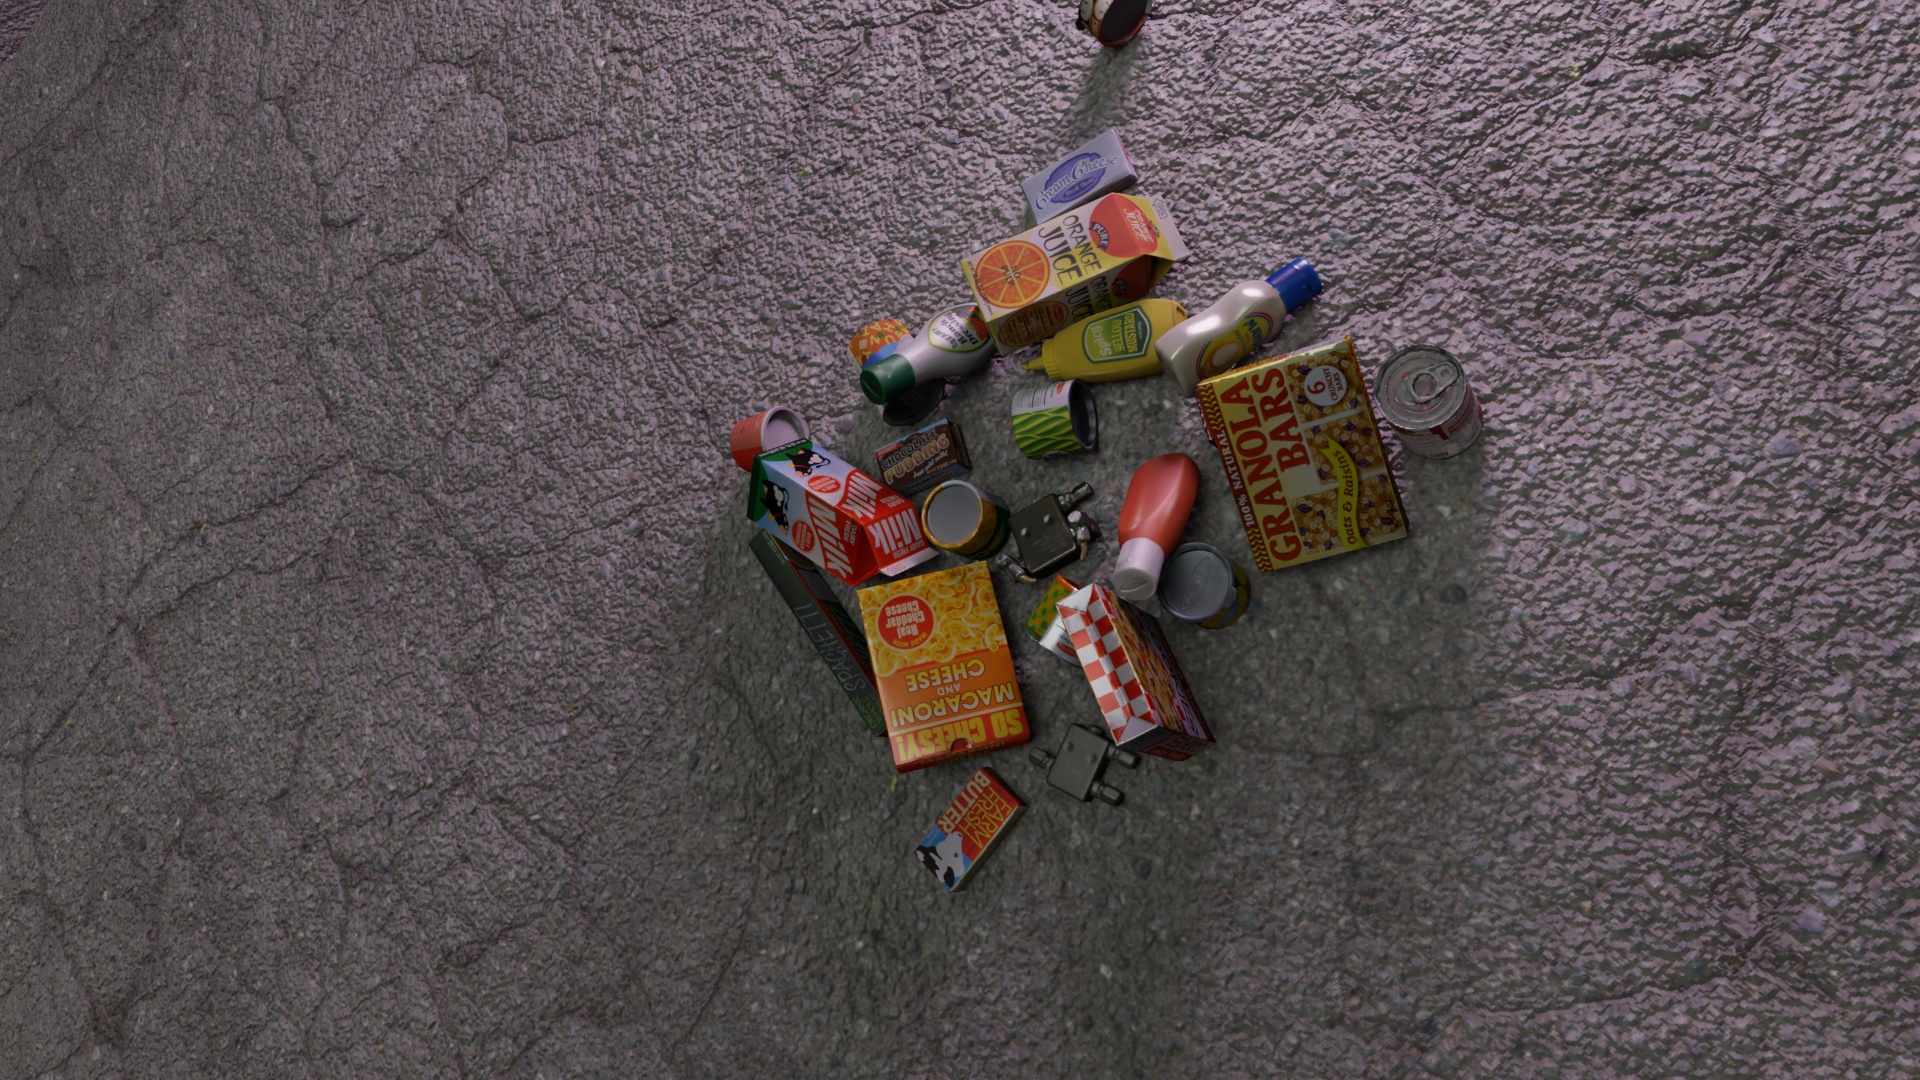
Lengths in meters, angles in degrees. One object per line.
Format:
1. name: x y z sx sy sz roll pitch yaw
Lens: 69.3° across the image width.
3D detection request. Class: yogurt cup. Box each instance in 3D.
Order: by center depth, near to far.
1. yogurt cup: -0.195 -0.099 1.403 0.054 0.072 0.072 -7 76 35

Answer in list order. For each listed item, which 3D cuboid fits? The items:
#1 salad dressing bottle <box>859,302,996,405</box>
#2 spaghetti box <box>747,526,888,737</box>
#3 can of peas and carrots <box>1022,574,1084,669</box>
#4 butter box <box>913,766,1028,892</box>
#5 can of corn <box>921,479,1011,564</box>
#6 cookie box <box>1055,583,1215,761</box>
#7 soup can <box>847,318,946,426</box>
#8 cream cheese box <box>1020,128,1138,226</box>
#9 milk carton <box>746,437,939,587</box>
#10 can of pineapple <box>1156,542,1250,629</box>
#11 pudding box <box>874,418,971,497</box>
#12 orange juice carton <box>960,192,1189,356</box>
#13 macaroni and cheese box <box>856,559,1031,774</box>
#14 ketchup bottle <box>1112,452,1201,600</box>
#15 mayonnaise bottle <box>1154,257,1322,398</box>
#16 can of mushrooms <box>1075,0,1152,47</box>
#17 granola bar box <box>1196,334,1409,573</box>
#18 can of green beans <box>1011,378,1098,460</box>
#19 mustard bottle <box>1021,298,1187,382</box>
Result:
1. salad dressing bottle: -0.027 -0.172 1.292 0.148 0.043 0.064 -34 70 -30
2. spaghetti box: -0.123 0.086 1.331 0.028 0.050 0.251 -44 63 15
3. can of peas and carrots: 0.096 0.070 1.213 0.071 0.071 0.058 35 96 29
4. butter box: 0.010 0.257 1.239 0.053 0.024 0.103 41 99 28
5. can of corn: 0.005 -0.016 1.282 0.071 0.058 0.071 -6 76 27
6. cookie box: 0.143 0.110 1.121 0.040 0.167 0.123 -30 67 16
7. soup can: -0.061 -0.164 1.346 0.071 0.071 0.084 -38 64 16
8. cream cheese box: 0.112 -0.339 1.318 0.103 0.024 0.053 -27 67 20
9. milk carton: -0.112 -0.020 1.322 0.191 0.072 0.073 31 126 29
10. can of pineapple: 0.205 0.040 1.166 0.071 0.058 0.071 -6 77 27
11. pudding box: -0.036 -0.078 1.334 0.083 0.030 0.050 -22 69 22
12. orange juice carton: 0.106 -0.248 1.258 0.193 0.073 0.072 -23 68 4
13. macaroni and cheese box: -0.016 0.113 1.248 0.124 0.040 0.167 -13 71 -3
14. ketchup bottle: 0.159 -0.012 1.161 0.064 0.043 0.150 -25 26 36
15. mayonnaise bottle: 0.239 -0.186 1.190 0.148 0.064 0.041 -35 48 1
16. can of mushrooms: 0.145 -0.502 1.312 0.071 0.071 0.033 -44 64 13
17. granola bar box: 0.277 -0.069 1.124 0.124 0.039 0.165 -16 100 22
18. can of green beans: 0.085 -0.109 1.257 0.058 0.071 0.071 -9 75 27
19. mustard bottle: 0.126 -0.173 1.259 0.160 0.049 0.065 -12 75 25
